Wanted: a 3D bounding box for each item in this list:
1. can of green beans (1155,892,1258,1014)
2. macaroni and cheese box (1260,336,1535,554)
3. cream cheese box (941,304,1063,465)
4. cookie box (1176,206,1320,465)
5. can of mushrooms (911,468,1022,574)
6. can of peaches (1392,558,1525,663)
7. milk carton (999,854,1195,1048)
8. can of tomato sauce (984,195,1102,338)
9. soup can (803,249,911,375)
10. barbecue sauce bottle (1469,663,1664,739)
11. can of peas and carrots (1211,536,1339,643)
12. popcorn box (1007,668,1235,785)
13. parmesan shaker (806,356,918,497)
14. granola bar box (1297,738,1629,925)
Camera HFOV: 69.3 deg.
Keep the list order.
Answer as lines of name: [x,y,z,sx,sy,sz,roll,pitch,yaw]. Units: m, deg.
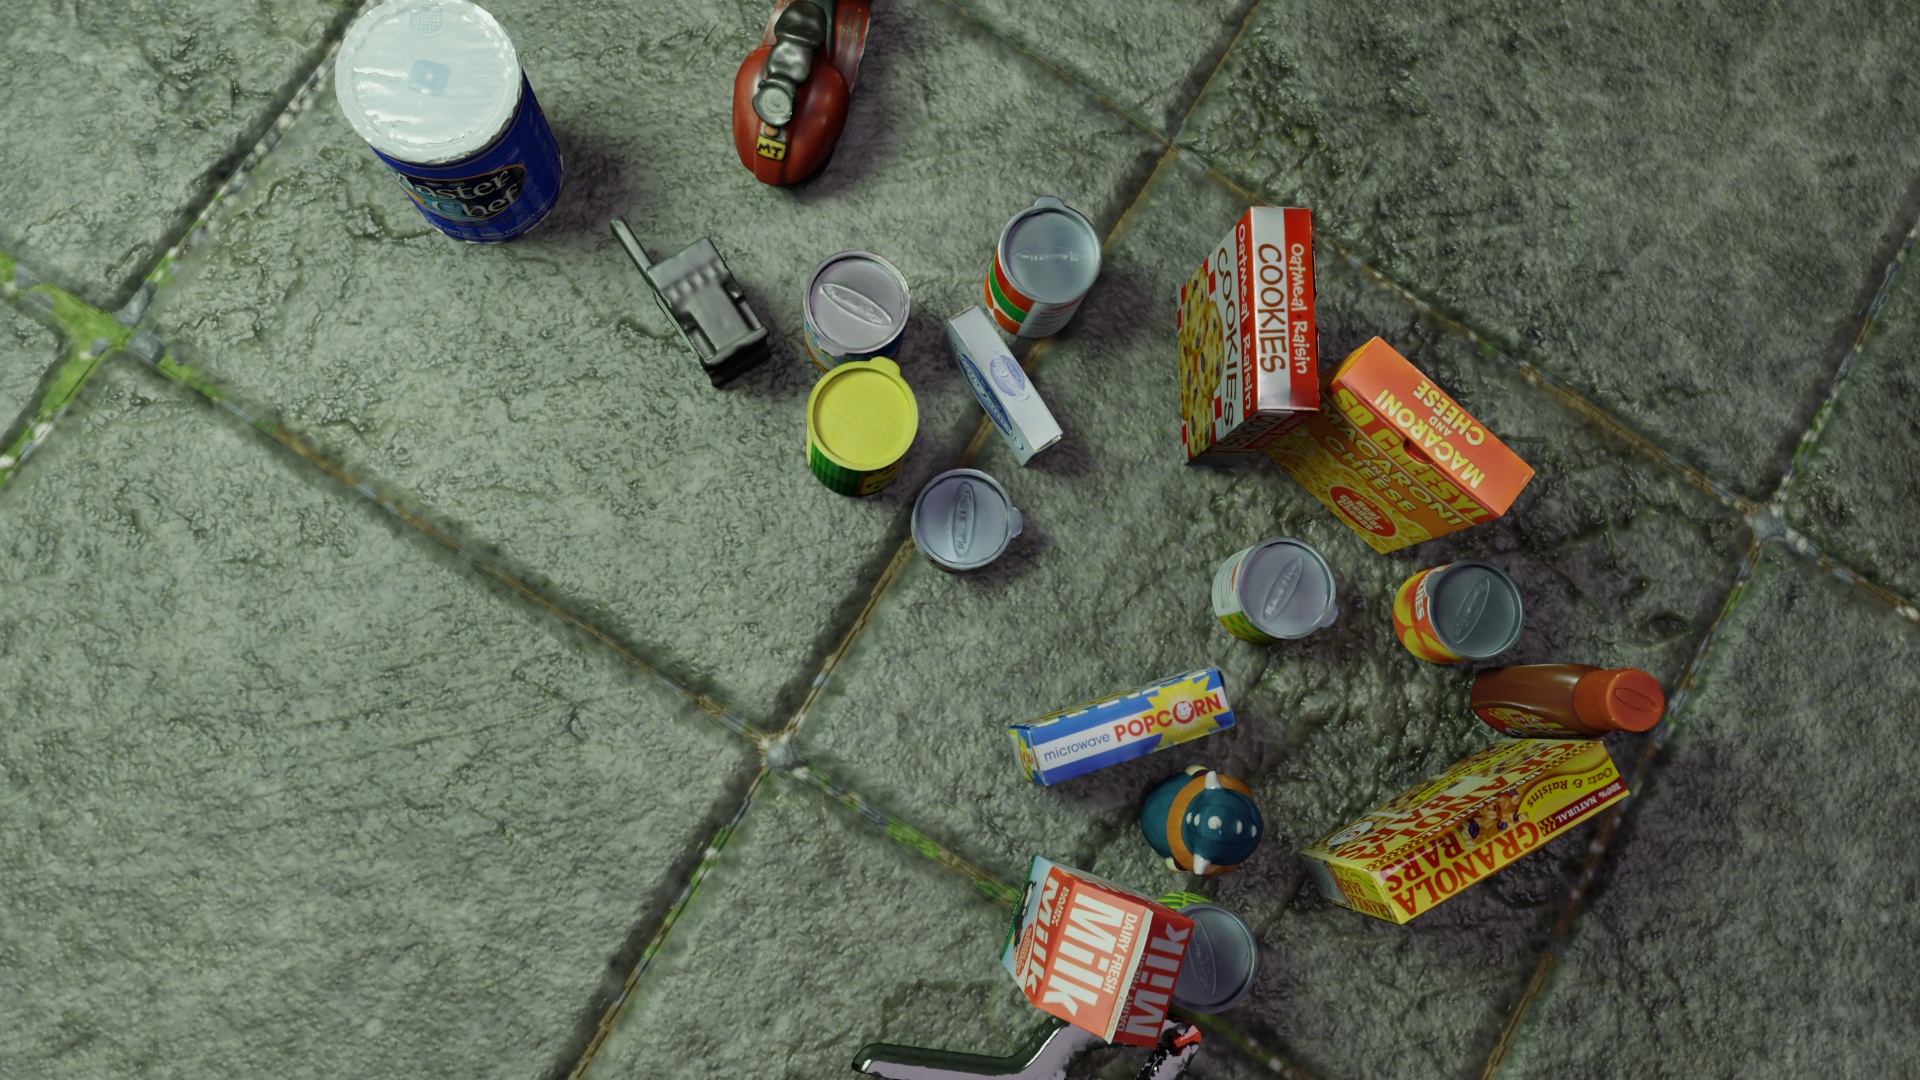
can of green beans: [0.146,0.256,0.869,0.071,0.057,0.071,1,82,-6]
macaroni and cheese box: [0.263,-0.053,0.873,0.124,0.166,0.040,41,80,1]
cream cheese box: [0.026,-0.101,0.911,0.024,0.053,0.104,-32,86,-9]
cookie box: [0.178,-0.122,0.873,0.040,0.167,0.123,0,82,-6]
can of mushrooms: [0.003,-0.011,0.906,0.071,0.033,0.071,1,82,-6]
can of peaches: [0.327,0.047,0.920,0.071,0.058,0.071,1,82,-6]
milk carton: [0.078,0.234,0.798,0.073,0.190,0.072,20,81,-3]
can of tomato sauce: [0.052,-0.177,0.910,0.071,0.083,0.071,1,82,-6]
soup can: [-0.069,-0.139,0.891,0.071,0.083,0.071,1,82,-6]
barbecue sauce bottle: [0.382,0.101,0.872,0.065,0.148,0.044,24,80,-2]
can of peas and carrots: [0.206,0.035,0.908,0.071,0.058,0.071,1,82,-6]
popcorn box: [0.098,0.116,0.871,0.127,0.085,0.038,-16,84,-8]
parmesan shaker: [-0.062,-0.069,0.872,0.071,0.103,0.071,1,82,-6]
granola bar box: [0.309,0.178,0.865,0.166,0.124,0.039,-26,86,-9]
